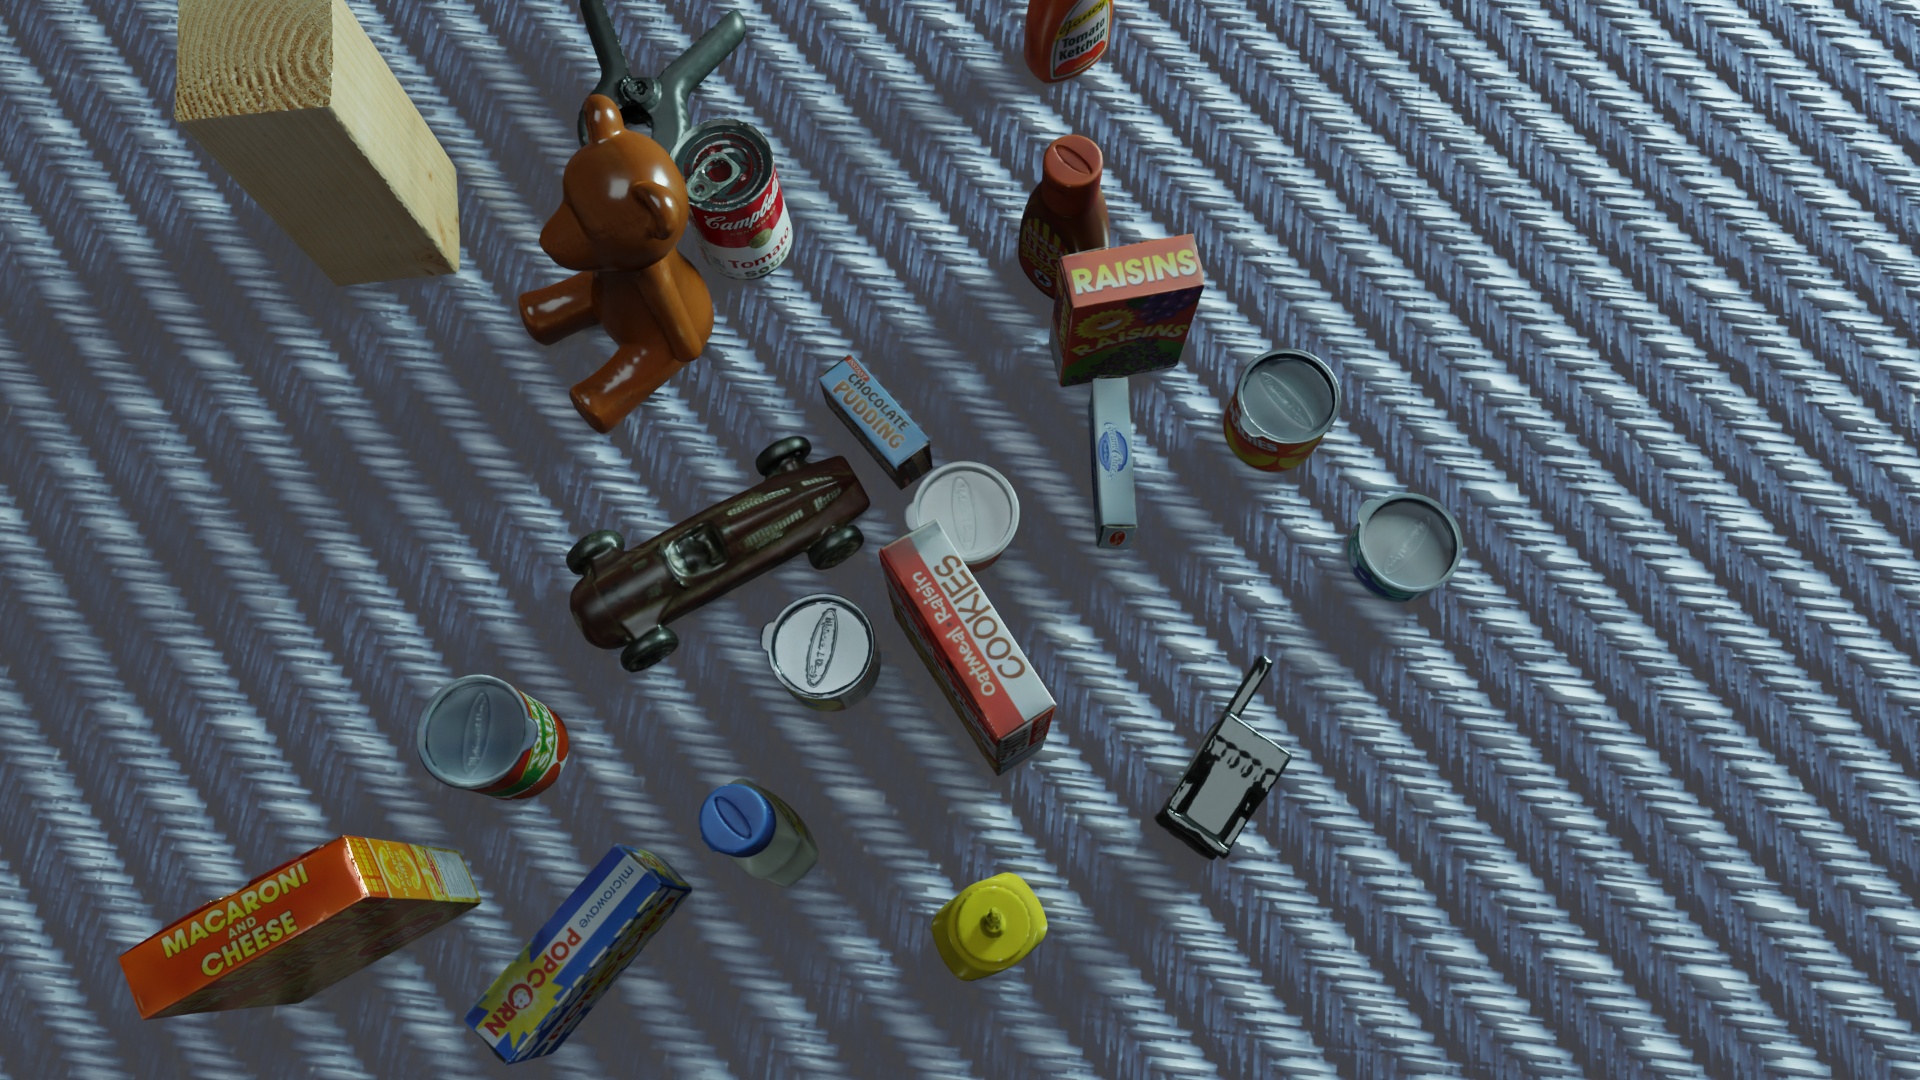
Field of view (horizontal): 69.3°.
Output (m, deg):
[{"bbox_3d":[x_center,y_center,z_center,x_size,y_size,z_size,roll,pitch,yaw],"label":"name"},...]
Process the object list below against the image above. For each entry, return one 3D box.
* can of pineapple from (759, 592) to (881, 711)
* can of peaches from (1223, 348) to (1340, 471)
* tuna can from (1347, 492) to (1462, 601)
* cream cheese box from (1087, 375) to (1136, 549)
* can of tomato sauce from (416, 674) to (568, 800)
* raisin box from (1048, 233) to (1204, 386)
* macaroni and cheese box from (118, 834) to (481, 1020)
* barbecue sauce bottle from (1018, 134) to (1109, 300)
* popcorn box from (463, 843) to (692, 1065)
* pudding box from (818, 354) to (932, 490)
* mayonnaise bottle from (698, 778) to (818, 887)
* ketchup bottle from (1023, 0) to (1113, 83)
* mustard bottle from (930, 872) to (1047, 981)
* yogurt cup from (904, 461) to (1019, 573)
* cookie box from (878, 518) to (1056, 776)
[{"bbox_3d":[-0.086,0.070,0.870,0.071,0.057,0.071,0,74,1],"label":"can of pineapple"},{"bbox_3d":[0.208,-0.083,0.912,0.071,0.058,0.071,0,74,1],"label":"can of peaches"},{"bbox_3d":[0.284,0.004,0.899,0.071,0.032,0.071,0,74,1],"label":"tuna can"},{"bbox_3d":[0.098,-0.050,0.906,0.024,0.053,0.104,-2,74,0],"label":"cream cheese box"},{"bbox_3d":[-0.280,0.121,0.844,0.071,0.083,0.071,0,74,1],"label":"can of tomato sauce"},{"bbox_3d":[0.105,-0.147,0.899,0.086,0.123,0.040,-10,74,-2],"label":"raisin box"},{"bbox_3d":[-0.358,0.214,0.774,0.124,0.166,0.040,-29,76,-7],"label":"macaroni and cheese box"},{"bbox_3d":[0.069,-0.209,0.904,0.065,0.148,0.044,42,79,11],"label":"barbecue sauce bottle"},{"bbox_3d":[-0.218,0.238,0.807,0.038,0.085,0.127,38,78,11],"label":"popcorn box"},{"bbox_3d":[-0.055,-0.078,0.918,0.030,0.049,0.084,-39,77,-10],"label":"pudding box"},{"bbox_3d":[-0.117,0.165,0.795,0.041,0.147,0.065,-41,78,-10],"label":"mayonnaise bottle"},{"bbox_3d":[0.076,-0.379,0.955,0.065,0.148,0.043,-32,76,-8],"label":"ketchup bottle"},{"bbox_3d":[0.016,0.215,0.772,0.065,0.160,0.049,-29,76,-7],"label":"mustard bottle"},{"bbox_3d":[0.003,-0.011,0.895,0.072,0.053,0.072,0,74,1],"label":"yogurt cup"},{"bbox_3d":[0.003,0.068,0.813,0.040,0.167,0.123,-32,76,-8],"label":"cookie box"}]
